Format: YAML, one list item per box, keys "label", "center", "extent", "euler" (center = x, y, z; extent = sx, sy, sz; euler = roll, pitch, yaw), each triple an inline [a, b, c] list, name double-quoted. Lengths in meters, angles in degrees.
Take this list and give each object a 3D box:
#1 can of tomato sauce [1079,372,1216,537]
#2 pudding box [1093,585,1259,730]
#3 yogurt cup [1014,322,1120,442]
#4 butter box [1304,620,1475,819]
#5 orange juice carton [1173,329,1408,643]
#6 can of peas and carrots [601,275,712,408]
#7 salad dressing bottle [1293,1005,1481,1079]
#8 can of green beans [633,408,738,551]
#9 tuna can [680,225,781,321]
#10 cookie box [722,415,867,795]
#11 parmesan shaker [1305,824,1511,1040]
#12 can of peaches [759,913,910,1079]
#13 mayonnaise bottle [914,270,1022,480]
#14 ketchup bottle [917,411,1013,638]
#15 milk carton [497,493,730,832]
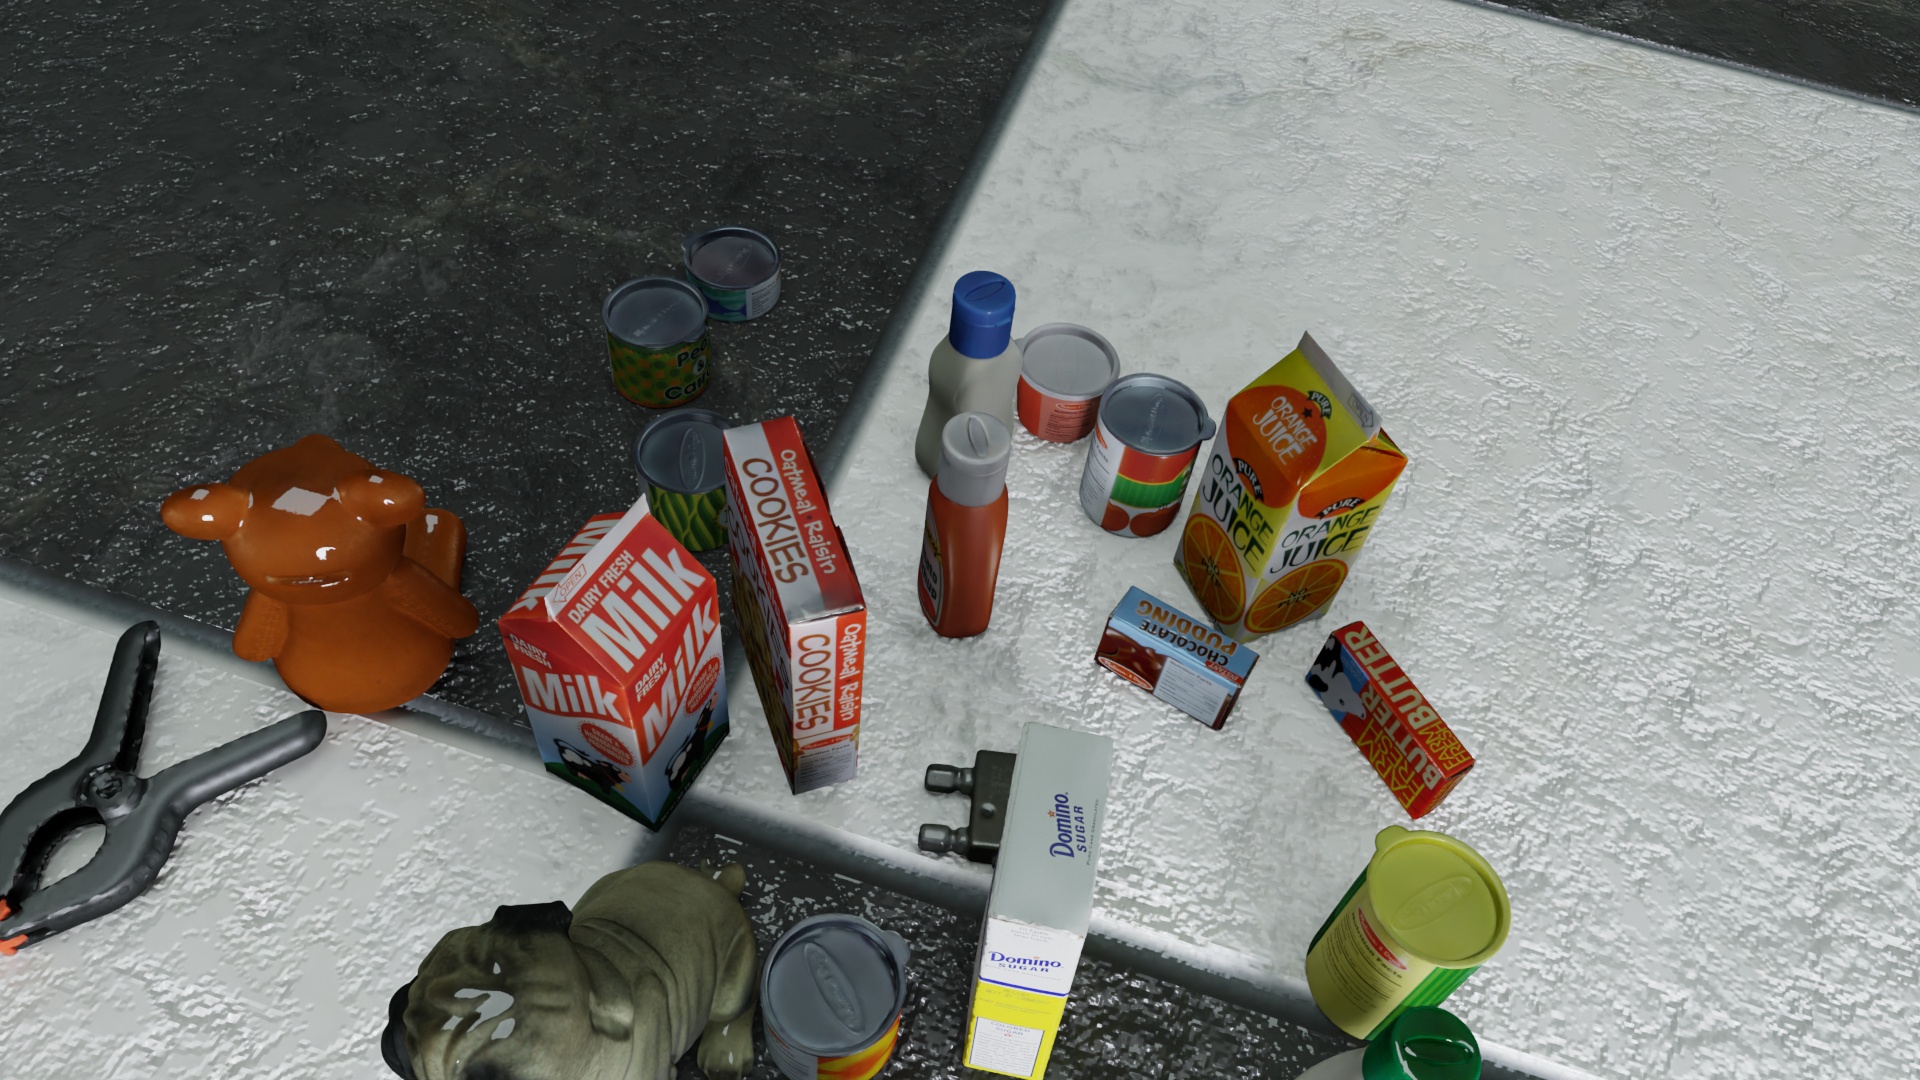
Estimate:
- label: "can of tomato sauce"
  center: [0.114, -0.051, 0.861]
  extent: [0.071, 0.082, 0.071]
  euler: [3, 52, -4]
- label: "pudding box"
  center: [0.122, 0.067, 0.792]
  extent: [0.084, 0.049, 0.030]
  euler: [28, 55, 15]
- label: "yogurt cup"
  center: [0.067, -0.101, 0.913]
  extent: [0.072, 0.053, 0.073]
  euler: [3, 52, -4]
- label: "butter box"
  center: [0.239, 0.100, 0.778]
  extent: [0.024, 0.052, 0.104]
  euler: [-20, 57, -21]
- label: "orange juice carton"
  center: [0.186, -0.027, 0.782]
  extent: [0.073, 0.191, 0.072]
  euler: [-16, 56, -18]
- label: "can of peas and carrots"
  center: [-0.193, -0.127, 0.899]
  extent: [0.071, 0.058, 0.071]
  euler: [3, 52, -4]
- label: "salad dressing bottle"
  center: [0.179, 0.243, 0.601]
  extent: [0.064, 0.146, 0.044]
  euler: [7, 52, -1]
- label: "can of green beans"
  center: [-0.160, -0.036, 0.833]
  extent: [0.071, 0.057, 0.071]
  euler: [3, 52, -4]
- label: "tuna can"
  center: [-0.160, -0.186, 0.965]
  extent: [0.071, 0.032, 0.071]
  euler: [3, 52, -4]
- label: "cookie box"
  center: [-0.086, 0.036, 0.717]
  extent: [0.040, 0.166, 0.123]
  euler: [-13, 55, -16]
- label: "parmesan shaker"
  center: [0.212, 0.191, 0.673]
  extent: [0.071, 0.102, 0.072]
  euler: [3, 52, -4]
- label: "can of peaches"
  center: [-0.058, 0.216, 0.650]
  extent: [0.071, 0.057, 0.071]
  euler: [3, 52, -4]
- label: "mayonnaise bottle"
  center: [0.007, -0.098, 0.844]
  extent: [0.065, 0.147, 0.041]
  euler: [-29, 61, -25]
- label: "ketchup bottle"
  center: [0.003, -0.010, 0.775]
  extent: [0.043, 0.148, 0.065]
  euler: [-7, 54, -12]
- label: "milk carton"
  center: [-0.165, 0.058, 0.676]
  extent: [0.073, 0.189, 0.073]
  euler: [26, 54, 13]
